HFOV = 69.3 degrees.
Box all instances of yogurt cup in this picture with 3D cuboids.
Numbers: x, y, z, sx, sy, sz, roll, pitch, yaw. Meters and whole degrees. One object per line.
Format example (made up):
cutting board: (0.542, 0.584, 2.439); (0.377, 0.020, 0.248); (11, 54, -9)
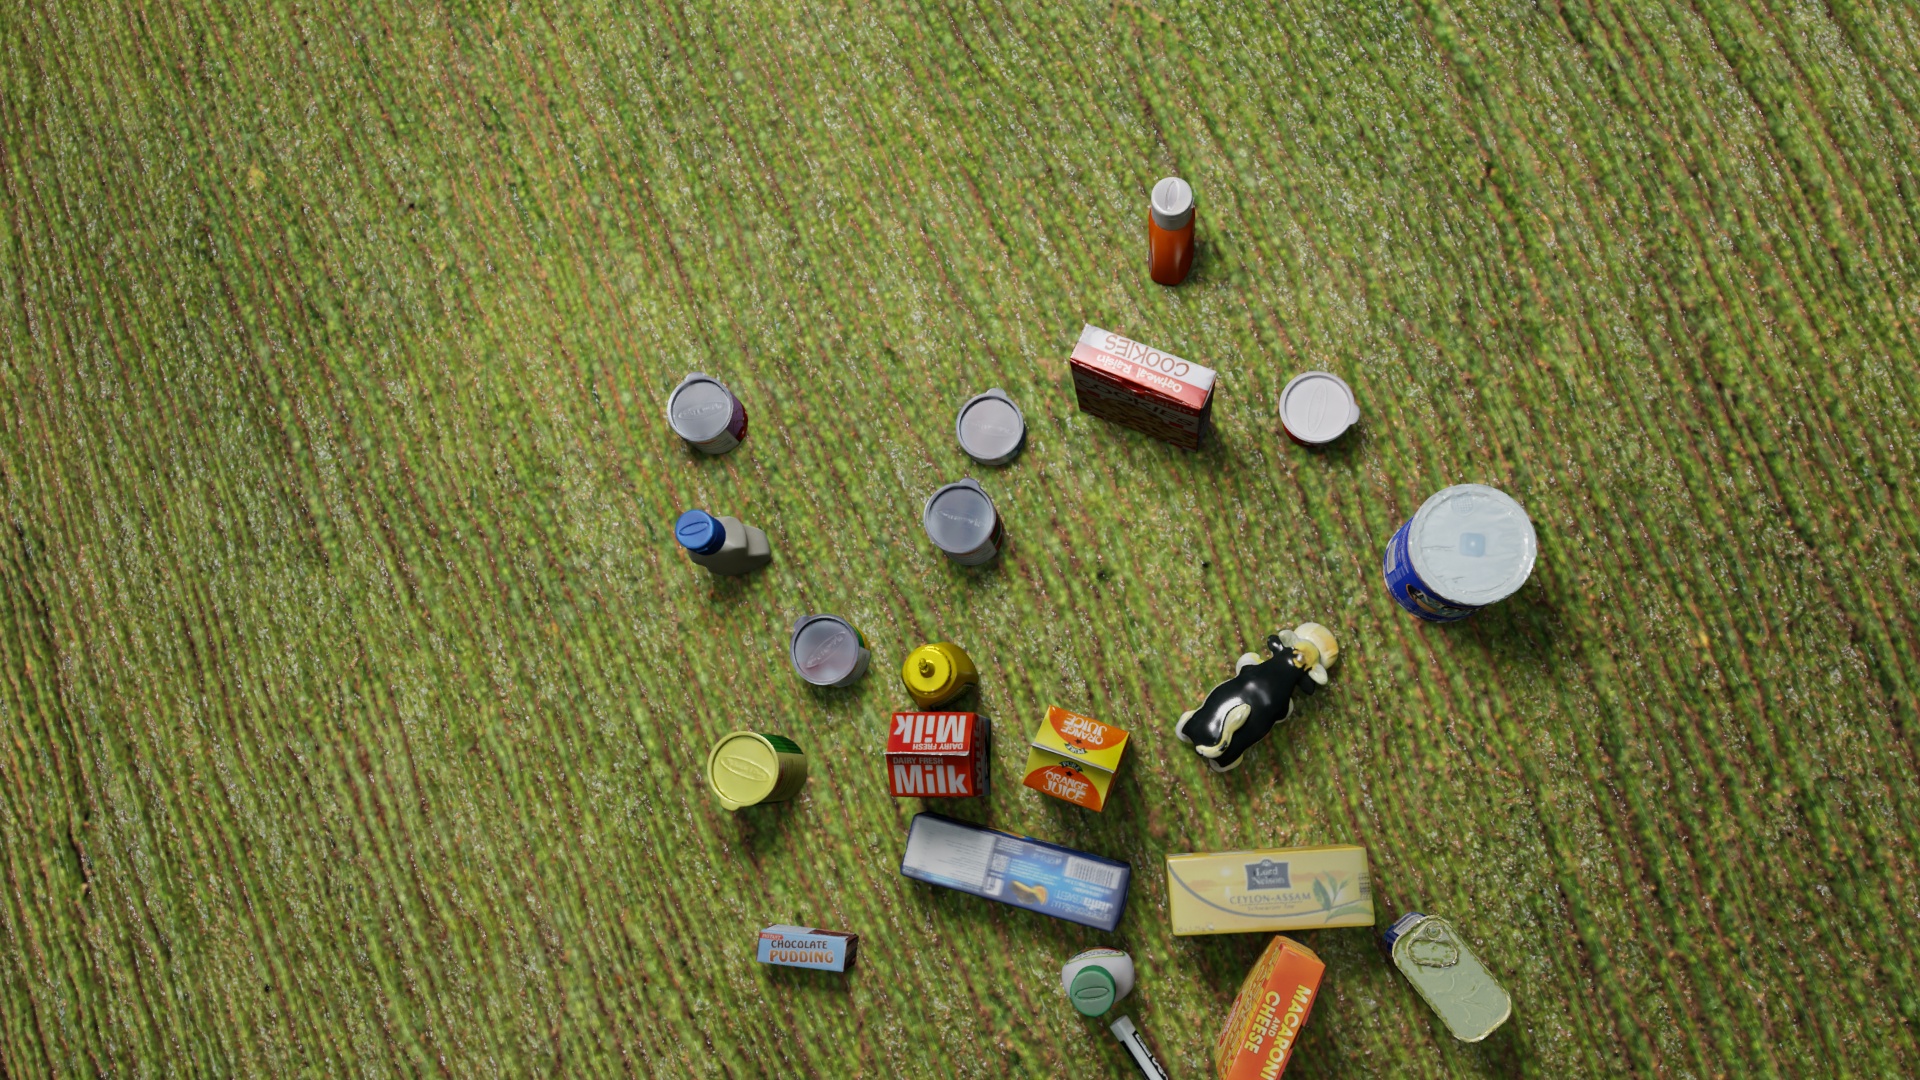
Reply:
yogurt cup: (0.331, -0.119, 1.299); (0.072, 0.054, 0.072); (-1, 80, 7)

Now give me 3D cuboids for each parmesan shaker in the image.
parmesan shaker: (-0.188, 0.213, 1.282); (0.071, 0.103, 0.071); (-1, 80, 8)

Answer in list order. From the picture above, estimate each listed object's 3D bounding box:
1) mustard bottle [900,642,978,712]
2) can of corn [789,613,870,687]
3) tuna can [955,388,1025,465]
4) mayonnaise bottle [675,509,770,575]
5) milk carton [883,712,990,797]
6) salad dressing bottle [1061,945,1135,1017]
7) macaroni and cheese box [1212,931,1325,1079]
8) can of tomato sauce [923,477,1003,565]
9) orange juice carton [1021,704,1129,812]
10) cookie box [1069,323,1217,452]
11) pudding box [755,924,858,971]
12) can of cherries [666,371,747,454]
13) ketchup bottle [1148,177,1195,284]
mustard bottle: (-0.023, 0.121, 1.248); (0.065, 0.160, 0.049); (-34, 78, 1)
can of corn: (-0.124, 0.103, 1.317); (0.071, 0.058, 0.071); (-1, 80, 8)
tuna can: (0.030, -0.110, 1.348); (0.071, 0.033, 0.071); (-1, 80, 7)
mayonnaise bottle: (-0.226, 0.002, 1.303); (0.065, 0.148, 0.041); (-17, 78, 5)
milk carton: (-0.017, 0.189, 1.219); (0.072, 0.190, 0.073); (-1, 80, 8)
salad dressing bottle: (0.117, 0.377, 1.188); (0.064, 0.147, 0.044); (-9, 79, 6)
macaroni and cheese box: (0.256, 0.392, 1.157); (0.040, 0.166, 0.124); (24, 84, 11)
can of tomato sauce: (0.005, -0.016, 1.309); (0.071, 0.083, 0.071); (-1, 80, 8)
orange juice carton: (0.102, 0.190, 1.202); (0.072, 0.192, 0.073); (19, 83, 11)
cookie box: (0.167, -0.135, 1.266); (0.123, 0.167, 0.040); (22, 84, 11)
pudding box: (-0.140, 0.373, 1.274); (0.084, 0.049, 0.030); (4, 81, 8)
can of cherries: (-0.249, -0.126, 1.376); (0.071, 0.058, 0.071); (-1, 80, 8)
ketchup bottle: (0.198, -0.293, 1.300); (0.043, 0.148, 0.065); (9, 82, 9)
